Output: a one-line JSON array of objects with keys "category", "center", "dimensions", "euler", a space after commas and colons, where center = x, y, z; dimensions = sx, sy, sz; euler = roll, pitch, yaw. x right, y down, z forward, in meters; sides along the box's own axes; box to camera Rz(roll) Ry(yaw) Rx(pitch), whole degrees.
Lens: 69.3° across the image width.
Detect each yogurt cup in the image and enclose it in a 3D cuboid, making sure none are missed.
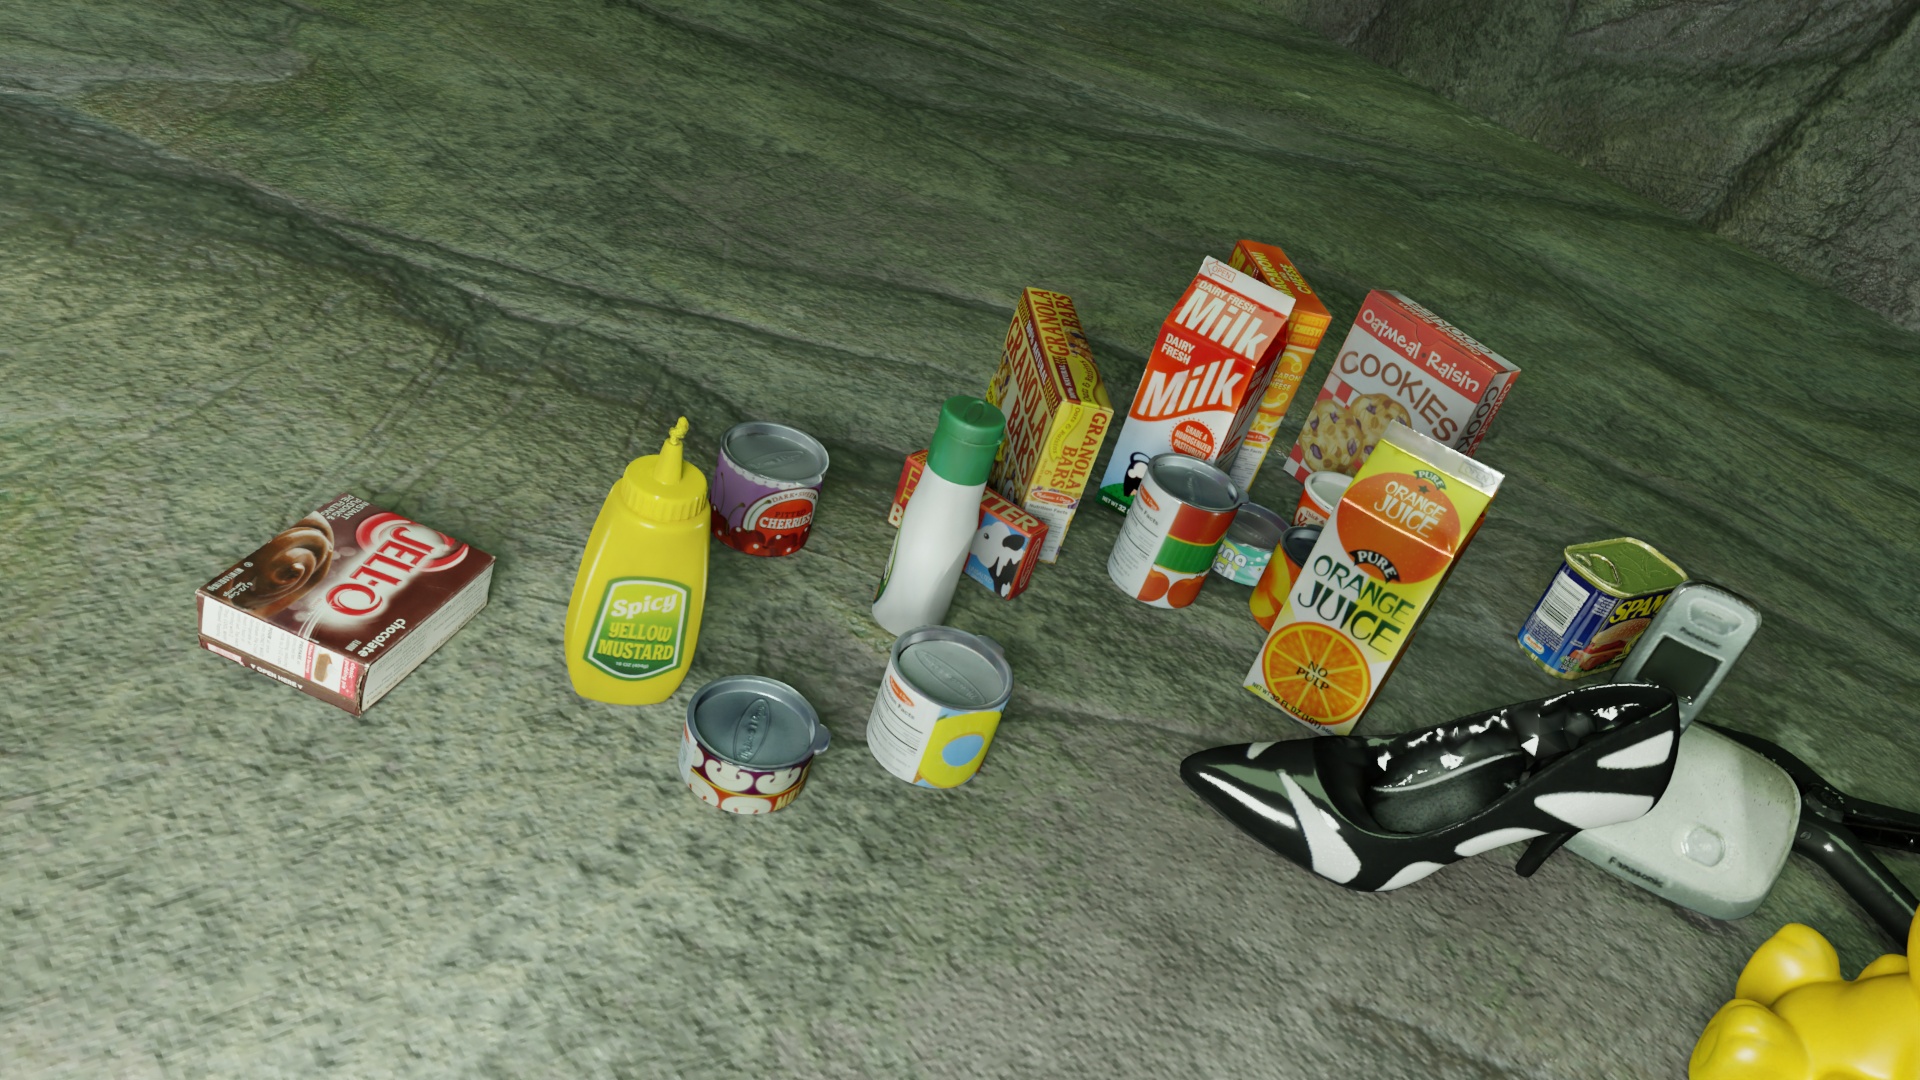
[{"category": "yogurt cup", "center": [0.279, -0.012, 1.034], "dimensions": [0.072, 0.053, 0.073], "euler": [14, 33, -9]}]

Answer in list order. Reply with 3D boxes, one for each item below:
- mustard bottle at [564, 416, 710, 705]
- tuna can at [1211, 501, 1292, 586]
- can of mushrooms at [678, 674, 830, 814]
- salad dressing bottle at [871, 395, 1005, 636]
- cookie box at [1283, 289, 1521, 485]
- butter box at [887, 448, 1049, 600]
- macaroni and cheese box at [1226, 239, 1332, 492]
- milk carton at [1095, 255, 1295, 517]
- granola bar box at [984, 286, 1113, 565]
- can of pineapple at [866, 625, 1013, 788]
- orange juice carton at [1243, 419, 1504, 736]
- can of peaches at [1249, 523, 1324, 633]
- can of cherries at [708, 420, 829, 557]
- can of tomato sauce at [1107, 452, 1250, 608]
[{"category": "mustard bottle", "center": [-0.153, 0.009, 0.677], "dimensions": [0.065, 0.159, 0.049], "euler": [6, 34, -21]}, {"category": "tuna can", "center": [0.203, 0.002, 0.994], "dimensions": [0.071, 0.032, 0.071], "euler": [14, 33, -9]}, {"category": "can of mushrooms", "center": [-0.102, 0.101, 0.685], "dimensions": [0.071, 0.033, 0.071], "euler": [14, 33, -9]}, {"category": "salad dressing bottle", "center": [-0.012, -0.012, 0.795], "dimensions": [0.044, 0.146, 0.064], "euler": [22, 32, 5]}, {"category": "cookie box", "center": [0.338, -0.092, 1.079], "dimensions": [0.040, 0.166, 0.123], "euler": [-11, 43, -39]}, {"category": "butter box", "center": [0.003, -0.011, 0.889], "dimensions": [0.103, 0.052, 0.024], "euler": [34, 35, 22]}, {"category": "macaroni and cheese box", "center": [0.216, -0.131, 1.074], "dimensions": [0.040, 0.165, 0.124], "euler": [9, 33, -16]}, {"category": "milk carton", "center": [0.169, -0.101, 0.982], "dimensions": [0.072, 0.189, 0.074], "euler": [31, 34, 17]}, {"category": "granola bar box", "center": [0.053, -0.082, 0.956], "dimensions": [0.039, 0.123, 0.166], "euler": [10, 33, -14]}, {"category": "can of pineapple", "center": [-0.010, 0.087, 0.731], "dimensions": [0.071, 0.057, 0.071], "euler": [14, 33, -9]}, {"category": "orange juice carton", "center": [0.249, 0.023, 0.837], "dimensions": [0.072, 0.191, 0.073], "euler": [33, 34, 20]}, {"category": "can of peaches", "center": [0.237, 0.031, 0.943], "dimensions": [0.071, 0.057, 0.071], "euler": [14, 33, -9]}, {"category": "can of cherries", "center": [-0.118, -0.030, 0.850], "dimensions": [0.071, 0.058, 0.072], "euler": [14, 33, -9]}, {"category": "can of tomato sauce", "center": [0.144, -0.006, 0.927], "dimensions": [0.071, 0.082, 0.071], "euler": [14, 32, -9]}]
